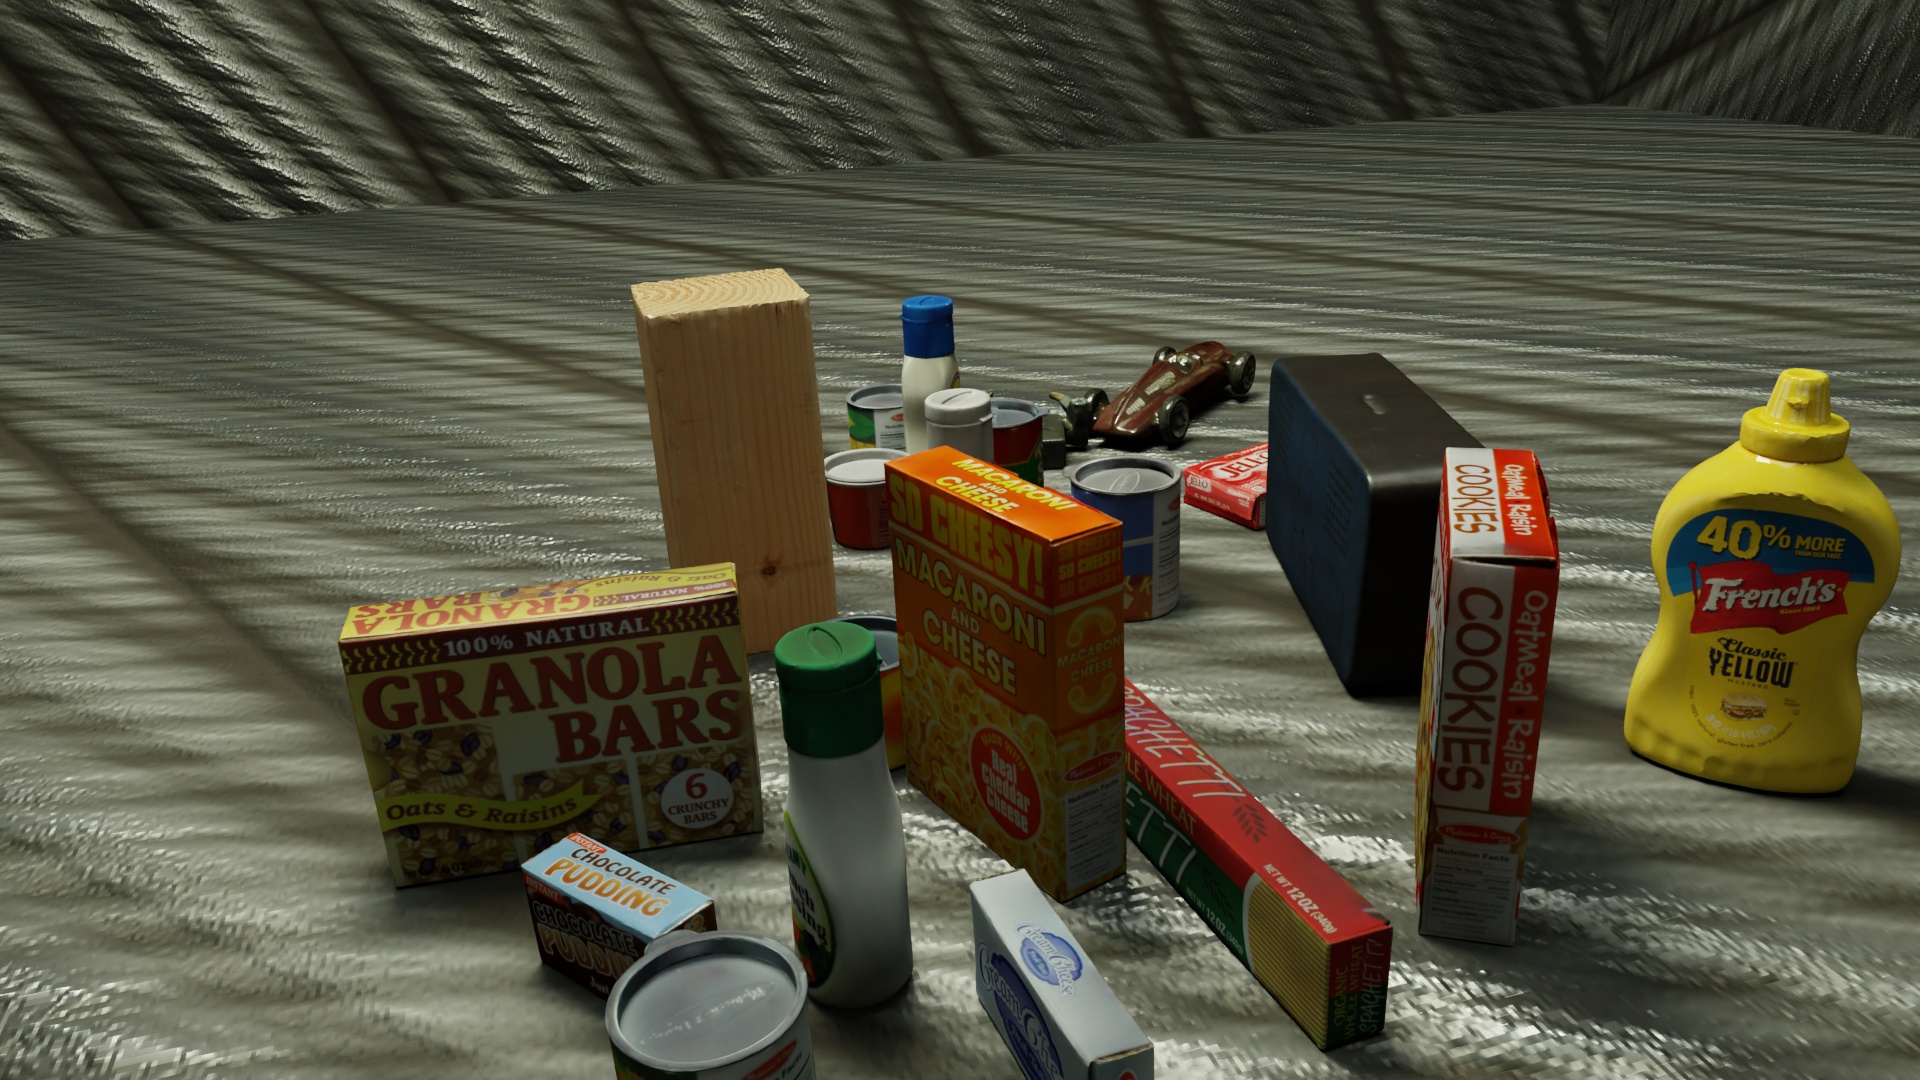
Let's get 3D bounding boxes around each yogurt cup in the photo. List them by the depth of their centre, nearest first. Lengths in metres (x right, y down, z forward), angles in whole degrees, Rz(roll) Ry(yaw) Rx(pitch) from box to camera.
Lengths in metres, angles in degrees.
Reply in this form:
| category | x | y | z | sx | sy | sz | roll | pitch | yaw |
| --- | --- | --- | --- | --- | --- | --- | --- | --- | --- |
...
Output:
| category | x | y | z | sx | sy | sz | roll | pitch | yaw |
| --- | --- | --- | --- | --- | --- | --- | --- | --- | --- |
| yogurt cup | -0.062 | -0.028 | 0.959 | 0.072 | 0.053 | 0.073 | -2 | 23 | 1 |

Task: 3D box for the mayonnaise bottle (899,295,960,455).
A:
| category | x | y | z | sx | sy | sz | roll | pitch | yaw |
| --- | --- | --- | --- | --- | --- | --- | --- | --- | --- |
| mayonnaise bottle | -0.020 | -0.101 | 1.005 | 0.041 | 0.147 | 0.065 | 2 | 23 | 12 |

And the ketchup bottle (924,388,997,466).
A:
| category | x | y | z | sx | sy | sz | roll | pitch | yaw |
| --- | --- | --- | --- | --- | --- | --- | --- | --- | --- |
| ketchup bottle | 0.003 | -0.010 | 0.785 | 0.043 | 0.148 | 0.065 | 12 | 26 | 31 |

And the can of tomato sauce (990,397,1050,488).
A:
| category | x | y | z | sx | sy | sz | roll | pitch | yaw |
| --- | --- | --- | --- | --- | --- | --- | --- | --- | --- |
| can of tomato sauce | 0.027 | -0.050 | 0.963 | 0.071 | 0.082 | 0.071 | -2 | 22 | 1 |

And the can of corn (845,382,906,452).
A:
| category | x | y | z | sx | sy | sz | roll | pitch | yaw |
| --- | --- | --- | --- | --- | --- | --- | --- | --- | --- |
| can of corn | -0.056 | -0.088 | 1.094 | 0.071 | 0.058 | 0.071 | -2 | 23 | 1 |

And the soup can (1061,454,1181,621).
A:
| category | x | y | z | sx | sy | sz | roll | pitch | yaw |
| --- | --- | --- | --- | --- | --- | --- | --- | --- | --- |
| soup can | 0.097 | -0.002 | 0.840 | 0.071 | 0.083 | 0.071 | -2 | 22 | 1 |

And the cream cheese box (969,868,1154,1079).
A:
| category | x | y | z | sx | sy | sz | roll | pitch | yaw |
| --- | --- | --- | --- | --- | --- | --- | --- | --- | --- |
| cream cheese box | 0.033 | 0.166 | 0.484 | 0.024 | 0.053 | 0.104 | -11 | 24 | -19 |

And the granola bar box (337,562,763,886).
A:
| category | x | y | z | sx | sy | sz | roll | pitch | yaw |
| --- | --- | --- | --- | --- | --- | --- | --- | --- | --- |
| granola bar box | -0.176 | 0.081 | 0.619 | 0.166 | 0.123 | 0.039 | -7 | 23 | -10 |

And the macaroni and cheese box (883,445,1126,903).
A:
| category | x | y | z | sx | sy | sz | roll | pitch | yaw |
| --- | --- | --- | --- | --- | --- | --- | --- | --- | --- |
| macaroni and cheese box | 0.019 | 0.054 | 0.608 | 0.040 | 0.165 | 0.124 | -17 | 26 | -31 |

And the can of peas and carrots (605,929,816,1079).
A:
| category | x | y | z | sx | sy | sz | roll | pitch | yaw |
| --- | --- | --- | --- | --- | --- | --- | --- | --- | --- |
| can of peas and carrots | -0.083 | 0.175 | 0.469 | 0.071 | 0.058 | 0.071 | -2 | 23 | 1 |

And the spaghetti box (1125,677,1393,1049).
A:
| category | x | y | z | sx | sy | sz | roll | pitch | yaw |
| --- | --- | --- | --- | --- | --- | --- | --- | --- | --- |
| spaghetti box | 0.096 | 0.117 | 0.600 | 0.029 | 0.050 | 0.251 | -11 | 24 | -19 |

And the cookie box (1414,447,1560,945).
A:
| category | x | y | z | sx | sy | sz | roll | pitch | yaw |
| --- | --- | --- | --- | --- | --- | --- | --- | --- | --- |
| cookie box | 0.214 | 0.059 | 0.572 | 0.040 | 0.166 | 0.123 | 4 | 23 | 16 |

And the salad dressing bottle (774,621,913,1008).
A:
| category | x | y | z | sx | sy | sz | roll | pitch | yaw |
| --- | --- | --- | --- | --- | --- | --- | --- | --- | --- |
| salad dressing bottle | -0.045 | 0.103 | 0.521 | 0.044 | 0.147 | 0.064 | -11 | 24 | -20 |

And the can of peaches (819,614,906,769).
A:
| category | x | y | z | sx | sy | sz | roll | pitch | yaw |
| --- | --- | --- | --- | --- | --- | --- | --- | --- | --- |
| can of peaches | -0.051 | 0.077 | 0.699 | 0.071 | 0.057 | 0.071 | -2 | 23 | 1 |

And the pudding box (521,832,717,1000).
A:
| category | x | y | z | sx | sy | sz | roll | pitch | yaw |
| --- | --- | --- | --- | --- | --- | --- | --- | --- | --- |
| pudding box | -0.131 | 0.152 | 0.541 | 0.084 | 0.049 | 0.030 | 14 | 28 | 35 |
